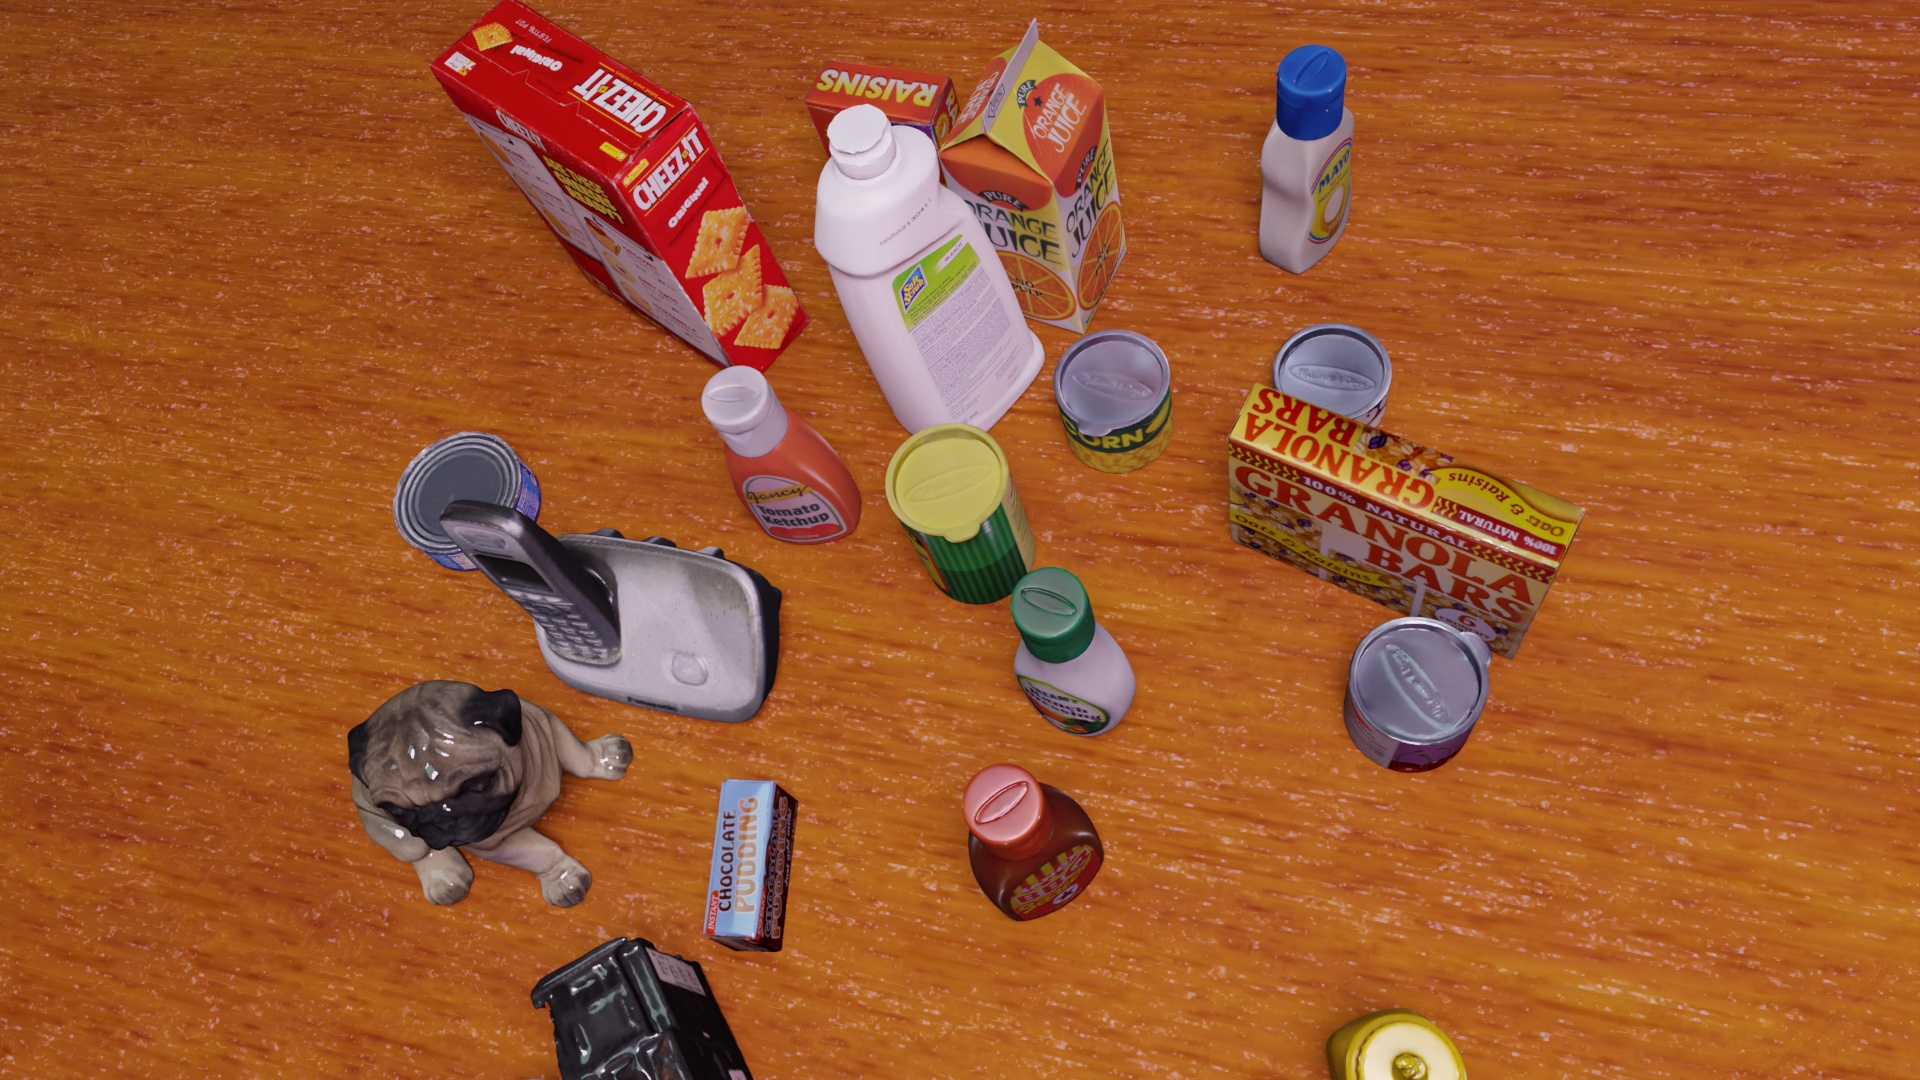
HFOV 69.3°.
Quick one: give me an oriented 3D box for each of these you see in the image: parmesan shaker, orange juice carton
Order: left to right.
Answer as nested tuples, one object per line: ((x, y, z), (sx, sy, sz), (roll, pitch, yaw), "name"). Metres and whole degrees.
((0.003, -0.010, 0.772), (0.071, 0.102, 0.071), (-5, 64, 10), "parmesan shaker")
((0.043, -0.208, 0.808), (0.073, 0.192, 0.072), (20, 71, 20), "orange juice carton")

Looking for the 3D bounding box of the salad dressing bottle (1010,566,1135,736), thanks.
((0.054, 0.057, 0.704), (0.064, 0.147, 0.044), (21, 71, 20), "salad dressing bottle")

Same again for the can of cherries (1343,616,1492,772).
((0.233, 0.079, 0.707), (0.071, 0.058, 0.072), (-5, 64, 10), "can of cherries")

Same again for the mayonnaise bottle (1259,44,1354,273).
((0.201, -0.221, 0.806), (0.041, 0.147, 0.065), (35, 77, 24), "mayonnaise bottle")

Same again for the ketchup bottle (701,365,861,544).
((-0.104, -0.046, 0.786), (0.065, 0.148, 0.044), (-3, 65, 11), "ketchup bottle")

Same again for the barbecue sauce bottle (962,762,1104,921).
((0.031, 0.143, 0.668), (0.065, 0.148, 0.044), (-35, 63, -5), "barbecue sauce bottle")

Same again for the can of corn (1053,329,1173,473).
((0.090, -0.078, 0.812), (0.071, 0.058, 0.071), (-5, 64, 10), "can of corn")

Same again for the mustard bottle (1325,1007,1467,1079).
((0.186, 0.230, 0.587), (0.049, 0.159, 0.065), (-19, 63, 3), "mustard bottle")

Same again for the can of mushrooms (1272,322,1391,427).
((0.213, -0.088, 0.804), (0.071, 0.033, 0.071), (-5, 64, 10), "can of mushrooms")

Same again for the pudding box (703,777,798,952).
((-0.111, 0.173, 0.739), (0.030, 0.049, 0.084), (-1, 65, 11), "pudding box")

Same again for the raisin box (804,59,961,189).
((-0.038, -0.244, 0.881), (0.086, 0.123, 0.040), (15, 69, 18), "raisin box")

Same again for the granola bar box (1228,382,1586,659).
((0.220, -0.007, 0.714), (0.166, 0.123, 0.039), (25, 73, 21), "granola bar box")
